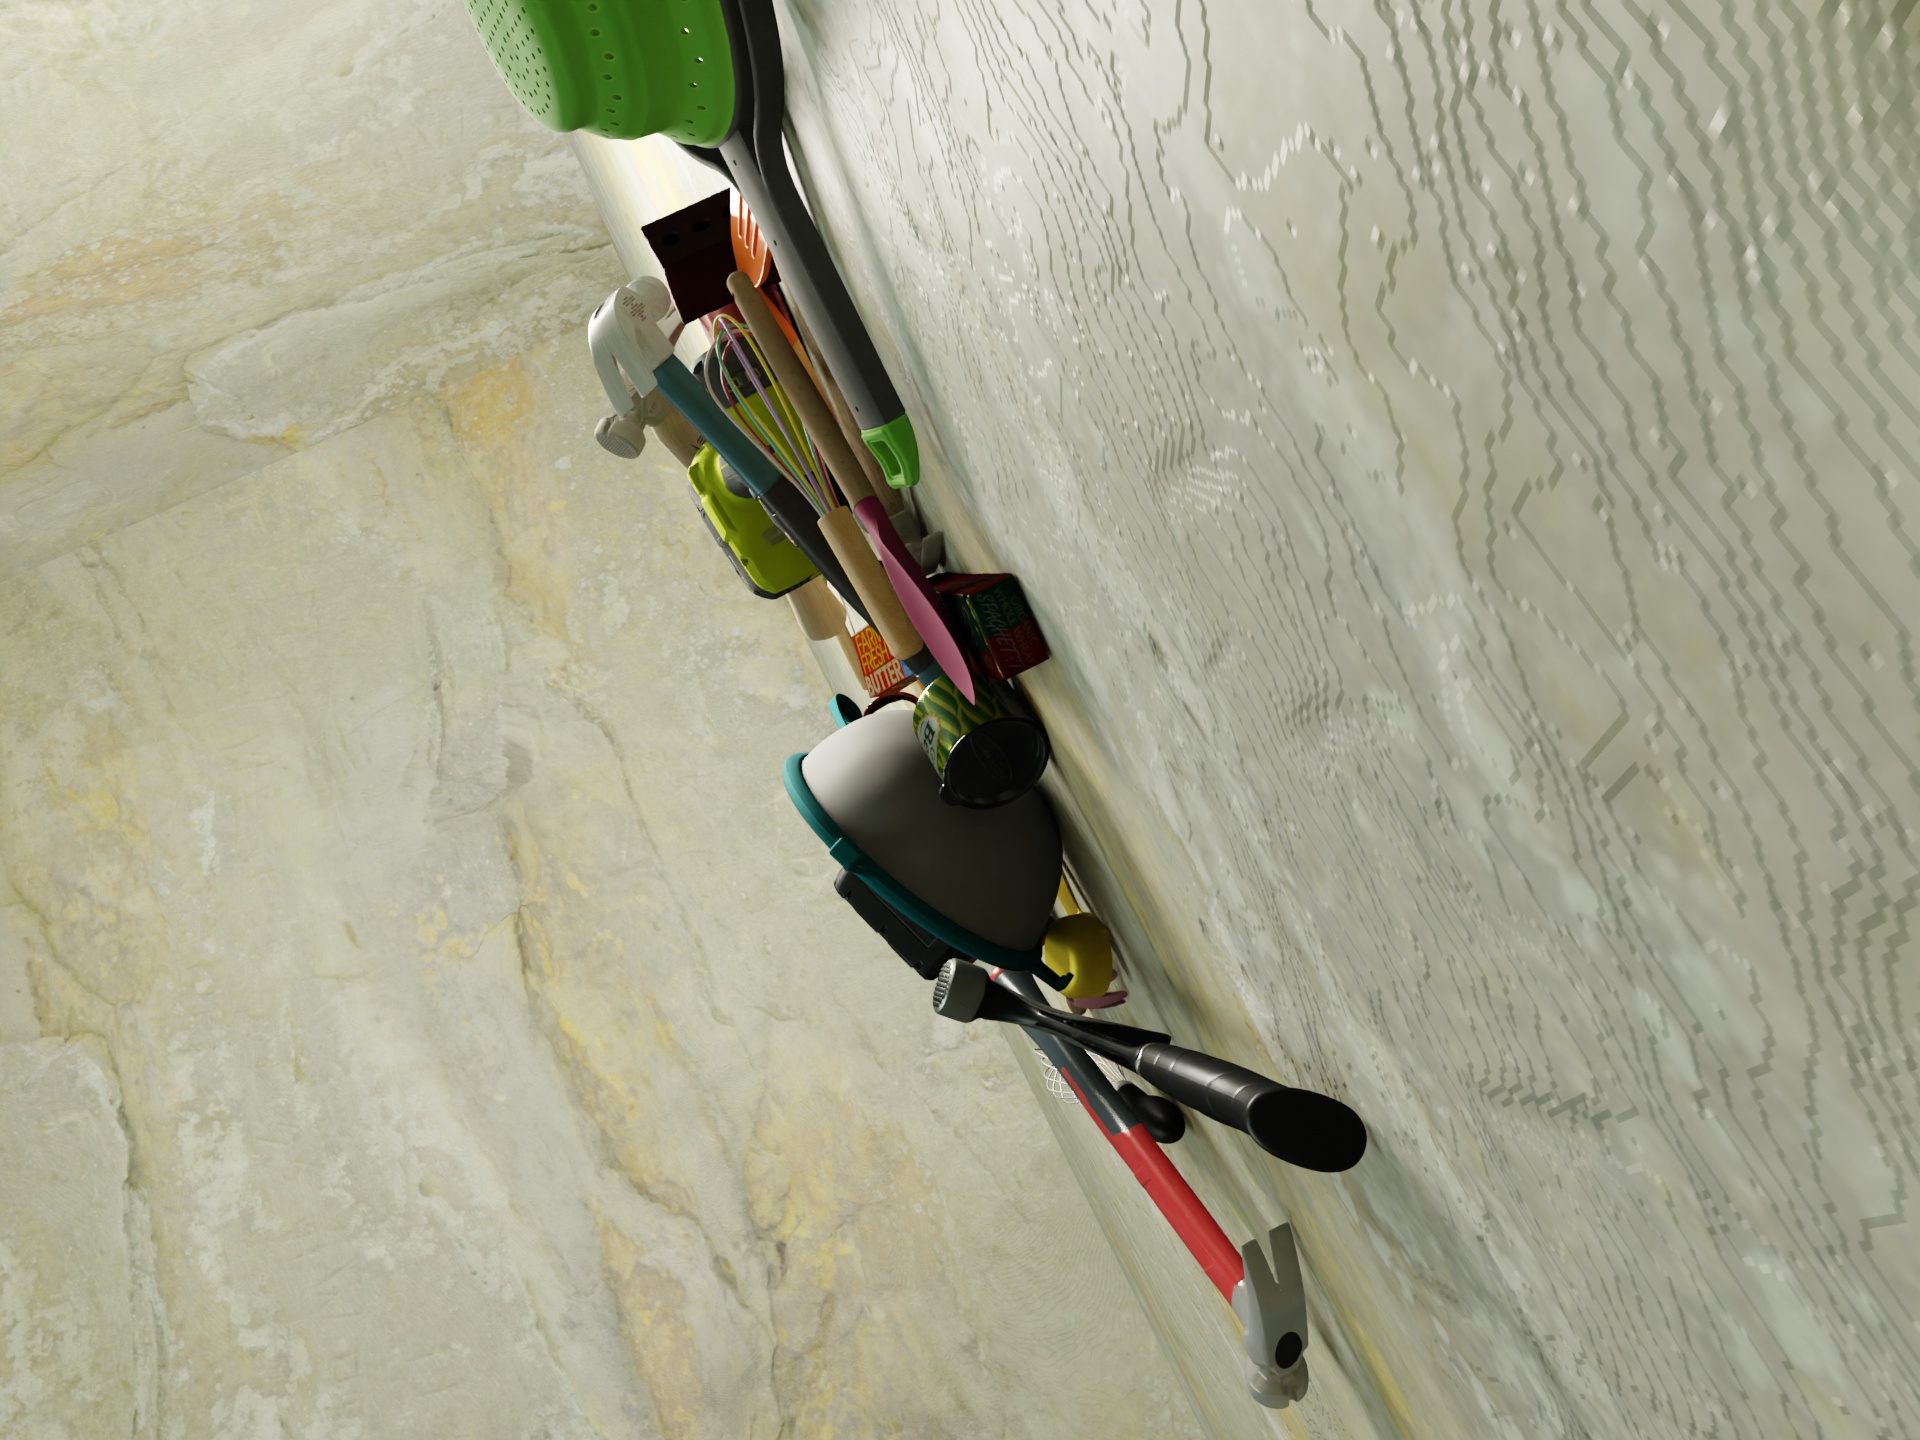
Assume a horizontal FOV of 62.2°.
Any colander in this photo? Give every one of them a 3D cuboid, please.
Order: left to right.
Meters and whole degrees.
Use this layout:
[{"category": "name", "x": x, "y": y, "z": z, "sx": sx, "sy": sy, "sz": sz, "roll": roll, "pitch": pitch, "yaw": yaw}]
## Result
[{"category": "colander", "x": -0.140, "y": -0.276, "z": 0.771, "sx": 0.397, "sy": 0.094, "sz": 0.204, "roll": 63, "pitch": 161, "yaw": -16}]

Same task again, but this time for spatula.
[{"category": "spatula", "x": -0.102, "y": -0.245, "z": 1.085, "sx": 0.081, "sy": 0.041, "sz": 0.322, "roll": 59, "pitch": 176, "yaw": 37}]

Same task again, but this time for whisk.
[{"category": "whisk", "x": -0.091, "y": -0.146, "z": 0.988, "sx": 0.051, "sy": 0.047, "sz": 0.245, "roll": -25, "pitch": -96, "yaw": -56}, {"category": "whisk", "x": 0.119, "y": 0.284, "z": 1.229, "sx": 0.070, "sy": 0.070, "sz": 0.284, "roll": 65, "pitch": 168, "yaw": -5}]

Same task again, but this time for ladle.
[{"category": "ladle", "x": -0.165, "y": -0.120, "z": 1.956, "sx": 0.078, "sy": 0.062, "sz": 0.319, "roll": 61, "pitch": 175, "yaw": 33}]

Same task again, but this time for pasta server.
[{"category": "pasta server", "x": 0.097, "y": 0.209, "z": 1.237, "sx": 0.060, "sy": 0.040, "sz": 0.316, "roll": 63, "pitch": 178, "yaw": 15}]

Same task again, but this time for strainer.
[{"category": "strainer", "x": -0.023, "y": 0.032, "z": 1.088, "sx": 0.210, "sy": 0.095, "sz": 0.341, "roll": 33, "pitch": -168, "yaw": -28}]

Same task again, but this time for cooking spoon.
[{"category": "cooking spoon", "x": -0.063, "y": -0.141, "z": 0.893, "sx": 0.319, "sy": 0.017, "sz": 0.068, "roll": 60, "pitch": 171, "yaw": 24}]

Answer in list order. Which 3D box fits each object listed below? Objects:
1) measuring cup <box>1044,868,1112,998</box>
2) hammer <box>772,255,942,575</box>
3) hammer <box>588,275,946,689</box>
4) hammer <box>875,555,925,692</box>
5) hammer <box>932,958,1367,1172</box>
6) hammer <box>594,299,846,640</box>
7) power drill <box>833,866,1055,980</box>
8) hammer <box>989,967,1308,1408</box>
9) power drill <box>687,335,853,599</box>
[{"category": "measuring cup", "x": 0.060, "y": 0.121, "z": 1.091, "sx": 0.062, "sy": 0.029, "sz": 0.157, "roll": 110, "pitch": 145, "yaw": -46}, {"category": "hammer", "x": -0.076, "y": -0.217, "z": 0.925, "sx": 0.130, "sy": 0.031, "sz": 0.331, "roll": 58, "pitch": 171, "yaw": 50}, {"category": "hammer", "x": -0.114, "y": -0.143, "z": 1.029, "sx": 0.330, "sy": 0.033, "sz": 0.128, "roll": 47, "pitch": -156, "yaw": -16}, {"category": "hammer", "x": -0.060, "y": -0.098, "z": 1.256, "sx": 0.337, "sy": 0.034, "sz": 0.127, "roll": 61, "pitch": 172, "yaw": 31}, {"category": "hammer", "x": 0.098, "y": 0.175, "z": 0.812, "sx": 0.149, "sy": 0.036, "sz": 0.409, "roll": 20, "pitch": 172, "yaw": -11}, {"category": "hammer", "x": -0.184, "y": -0.195, "z": 1.404, "sx": 0.038, "sy": 0.146, "sz": 0.410, "roll": 14, "pitch": 160, "yaw": 25}, {"category": "power drill", "x": -0.009, "y": 0.132, "z": 1.246, "sx": 0.143, "sy": 0.078, "sz": 0.219, "roll": 44, "pitch": -173, "yaw": 16}, {"category": "hammer", "x": 0.111, "y": 0.268, "z": 1.070, "sx": 0.387, "sy": 0.038, "sz": 0.143, "roll": -133, "pitch": 26, "yaw": -54}, {"category": "power drill", "x": -0.140, "y": -0.170, "z": 1.182, "sx": 0.171, "sy": 0.080, "sz": 0.223, "roll": 59, "pitch": 167, "yaw": 0}]
